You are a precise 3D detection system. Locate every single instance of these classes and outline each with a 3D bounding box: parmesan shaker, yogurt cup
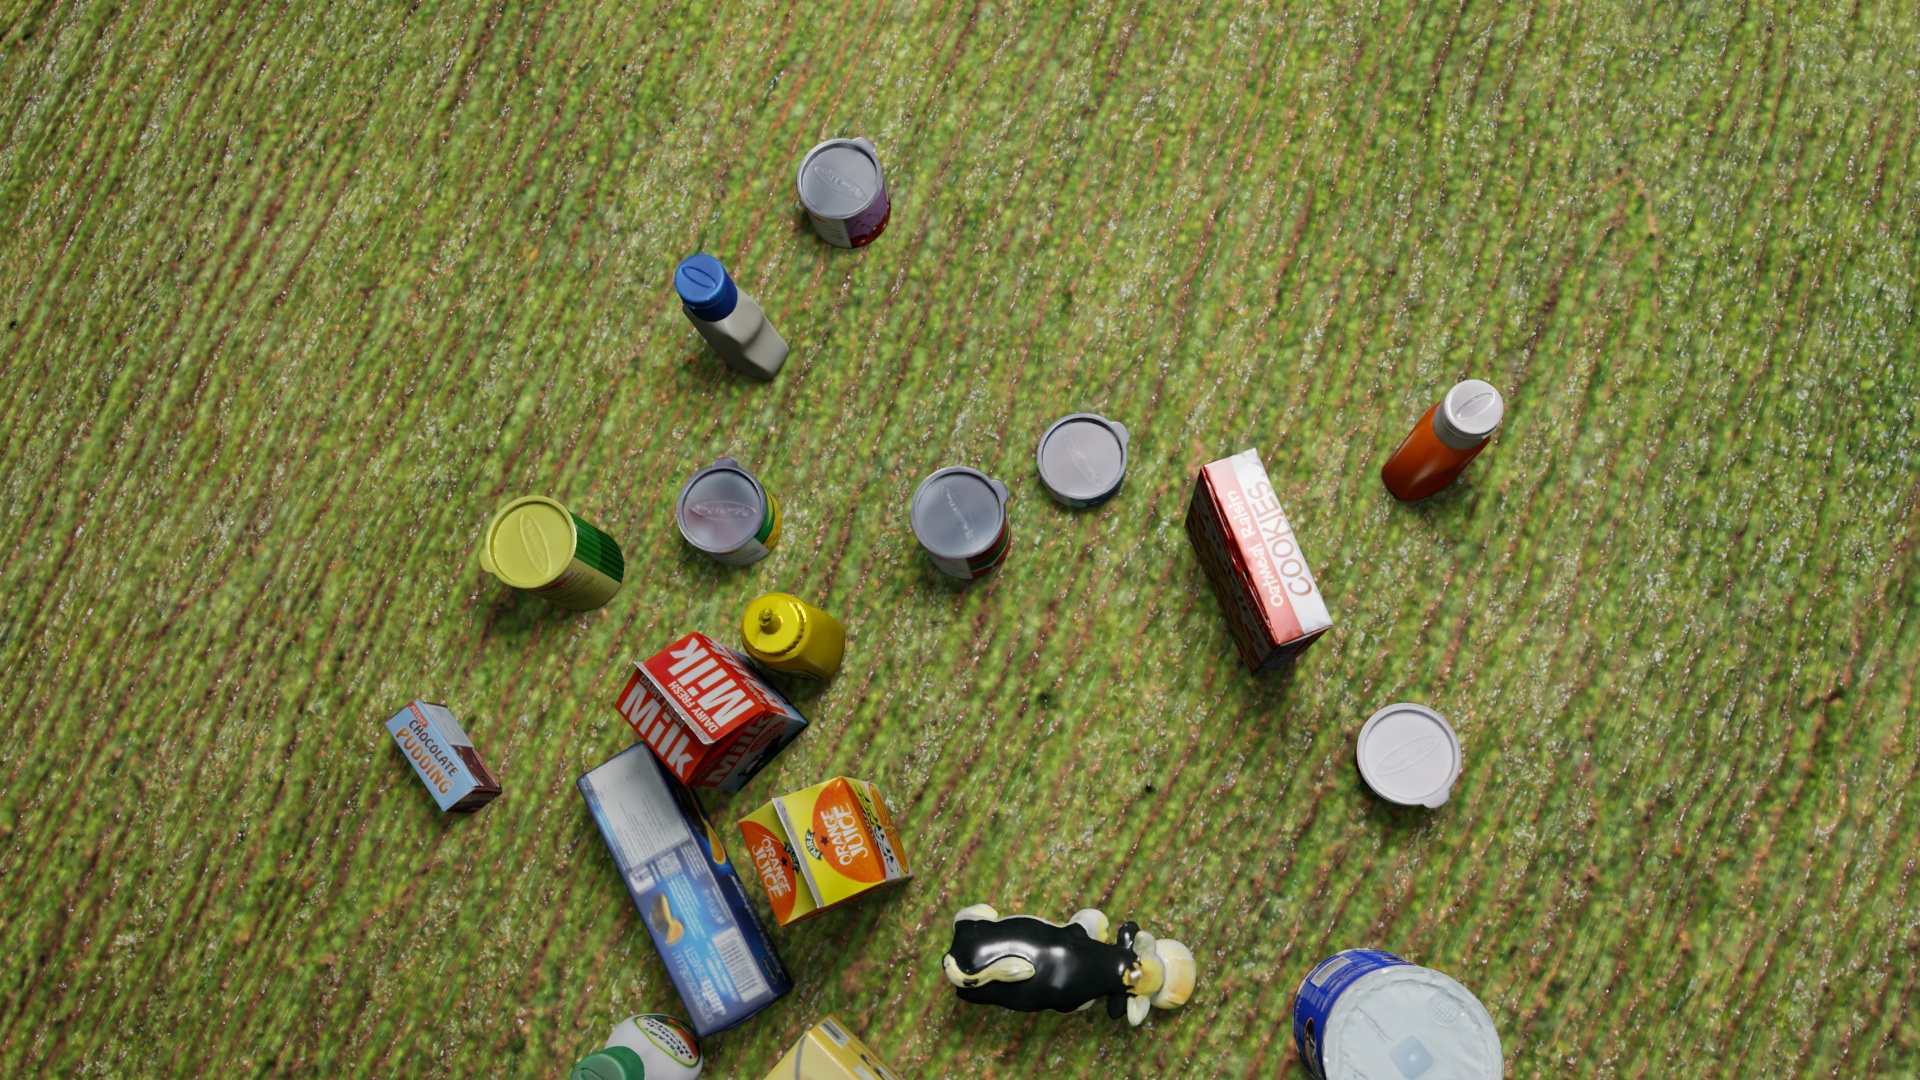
[{"bbox_3d":[-0.296,0.012,1.013,0.071,0.103,0.071,-1,78,5],"label":"parmesan shaker"},{"bbox_3d":[0.302,0.148,0.951,0.072,0.054,0.072,-1,77,5],"label":"yogurt cup"}]

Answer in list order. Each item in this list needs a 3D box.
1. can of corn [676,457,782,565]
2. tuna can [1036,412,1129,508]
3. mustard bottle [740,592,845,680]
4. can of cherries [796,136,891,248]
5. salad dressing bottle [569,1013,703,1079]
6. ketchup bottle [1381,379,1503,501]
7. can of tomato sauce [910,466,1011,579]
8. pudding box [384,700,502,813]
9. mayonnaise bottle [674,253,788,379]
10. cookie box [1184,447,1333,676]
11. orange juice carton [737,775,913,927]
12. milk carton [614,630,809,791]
[{"bbox_3d":[-0.170,-0.020,1.031,0.071,0.058,0.071,-1,78,5],"label":"can of corn"},{"bbox_3d":[0.092,-0.060,1.028,0.071,0.032,0.071,-1,77,5],"label":"tuna can"},{"bbox_3d":[-0.121,0.065,0.955,0.065,0.160,0.049,11,79,8],"label":"mustard bottle"},{"bbox_3d":[-0.088,-0.270,1.080,0.071,0.058,0.071,-1,78,5],"label":"can of cherries"},{"bbox_3d":[-0.211,0.344,0.907,0.064,0.147,0.044,37,84,12],"label":"salad dressing bottle"},{"bbox_3d":[0.333,-0.069,0.948,0.065,0.148,0.043,-33,77,-2],"label":"ketchup bottle"},{"bbox_3d":[0.004,-0.013,1.000,0.071,0.083,0.071,-1,78,5],"label":"can of tomato sauce"},{"bbox_3d":[-0.377,0.158,1.015,0.030,0.049,0.084,-39,77,-3],"label":"pudding box"},{"bbox_3d":[-0.170,-0.164,1.017,0.065,0.148,0.041,29,82,11],"label":"mayonnaise bottle"},{"bbox_3d":[0.195,0.020,0.932,0.040,0.167,0.123,-21,77,1],"label":"cookie box"},{"bbox_3d":[-0.087,0.202,0.904,0.073,0.192,0.072,-24,77,0],"label":"orange juice carton"},{"bbox_3d":[-0.168,0.116,0.932,0.073,0.190,0.072,-44,78,-4],"label":"milk carton"}]
